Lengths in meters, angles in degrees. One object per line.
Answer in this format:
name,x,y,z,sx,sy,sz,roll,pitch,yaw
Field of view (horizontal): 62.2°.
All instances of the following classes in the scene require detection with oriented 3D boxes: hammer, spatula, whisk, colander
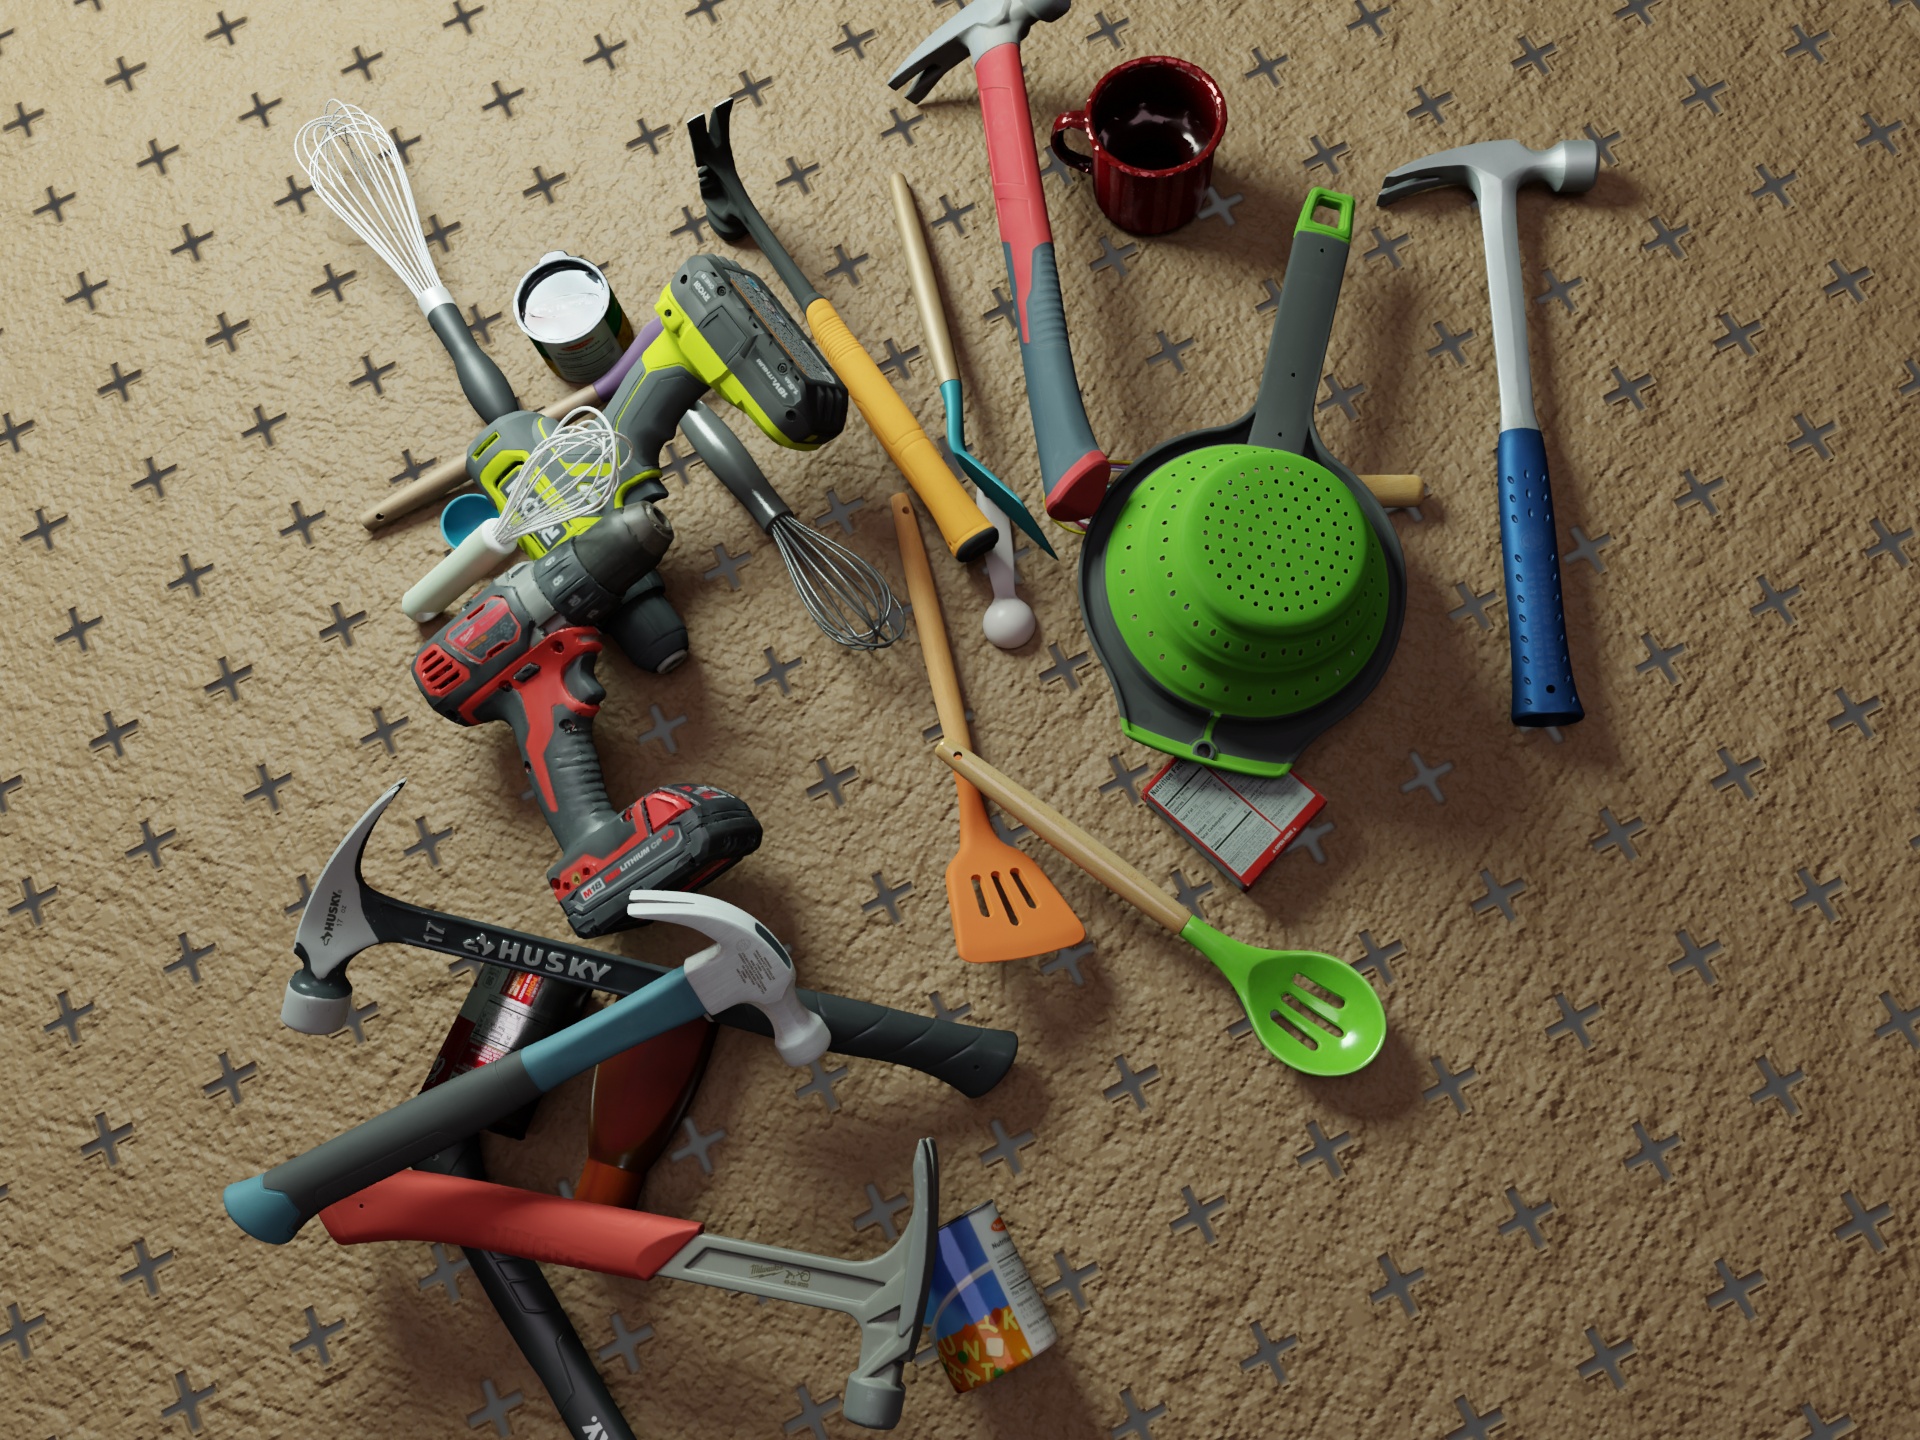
hammer,-0.164,0.147,0.907,0.408,0.036,0.149,15,101,-10
spatula,-0.266,-0.207,1.078,0.316,0.018,0.059,-28,117,2
hammer,-0.230,0.378,0.912,0.146,0.035,0.335,-36,74,-7
spatula,-0.001,-0.246,1.061,0.044,0.082,0.318,-20,66,13
hammer,-0.077,-0.247,1.041,0.034,0.127,0.337,-32,79,-10
spatula,-0.002,-0.003,0.999,0.081,0.041,0.323,-8,71,-18
whisk,-0.117,-0.132,1.045,0.055,0.055,0.239,-38,70,-6
colander,0.197,-0.169,0.963,0.204,0.094,0.397,15,76,0
whisk,-0.282,-0.119,0.987,0.246,0.057,0.059,-28,77,39
hammer,0.355,-0.195,1.029,0.144,0.035,0.406,-1,74,4
hammer,-0.246,0.200,0.873,0.331,0.033,0.128,-27,107,0
hammer,0.032,-0.302,1.037,0.143,0.038,0.387,-22,66,36
hammer,-0.192,0.280,0.887,0.359,0.036,0.149,7,78,12
whisk,-0.382,-0.316,1.114,0.070,0.070,0.285,-31,80,-5
whisk,0.176,-0.145,1.031,0.245,0.051,0.047,-1,95,0

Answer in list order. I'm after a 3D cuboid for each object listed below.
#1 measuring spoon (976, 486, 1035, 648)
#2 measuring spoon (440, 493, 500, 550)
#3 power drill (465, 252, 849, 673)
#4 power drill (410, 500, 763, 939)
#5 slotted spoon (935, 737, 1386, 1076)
measuring spoon,0.025,-0.107,1.038,0.034,0.018,0.124,-9,73,2
measuring spoon,-0.289,-0.148,1.079,0.128,0.021,0.042,-26,83,-12
power drill,-0.184,-0.160,1.007,0.228,0.080,0.190,-40,85,19
power drill,-0.211,-0.003,0.964,0.188,0.080,0.227,-35,80,13
slotted spoon,0.114,0.105,0.950,0.314,0.031,0.070,36,79,7
